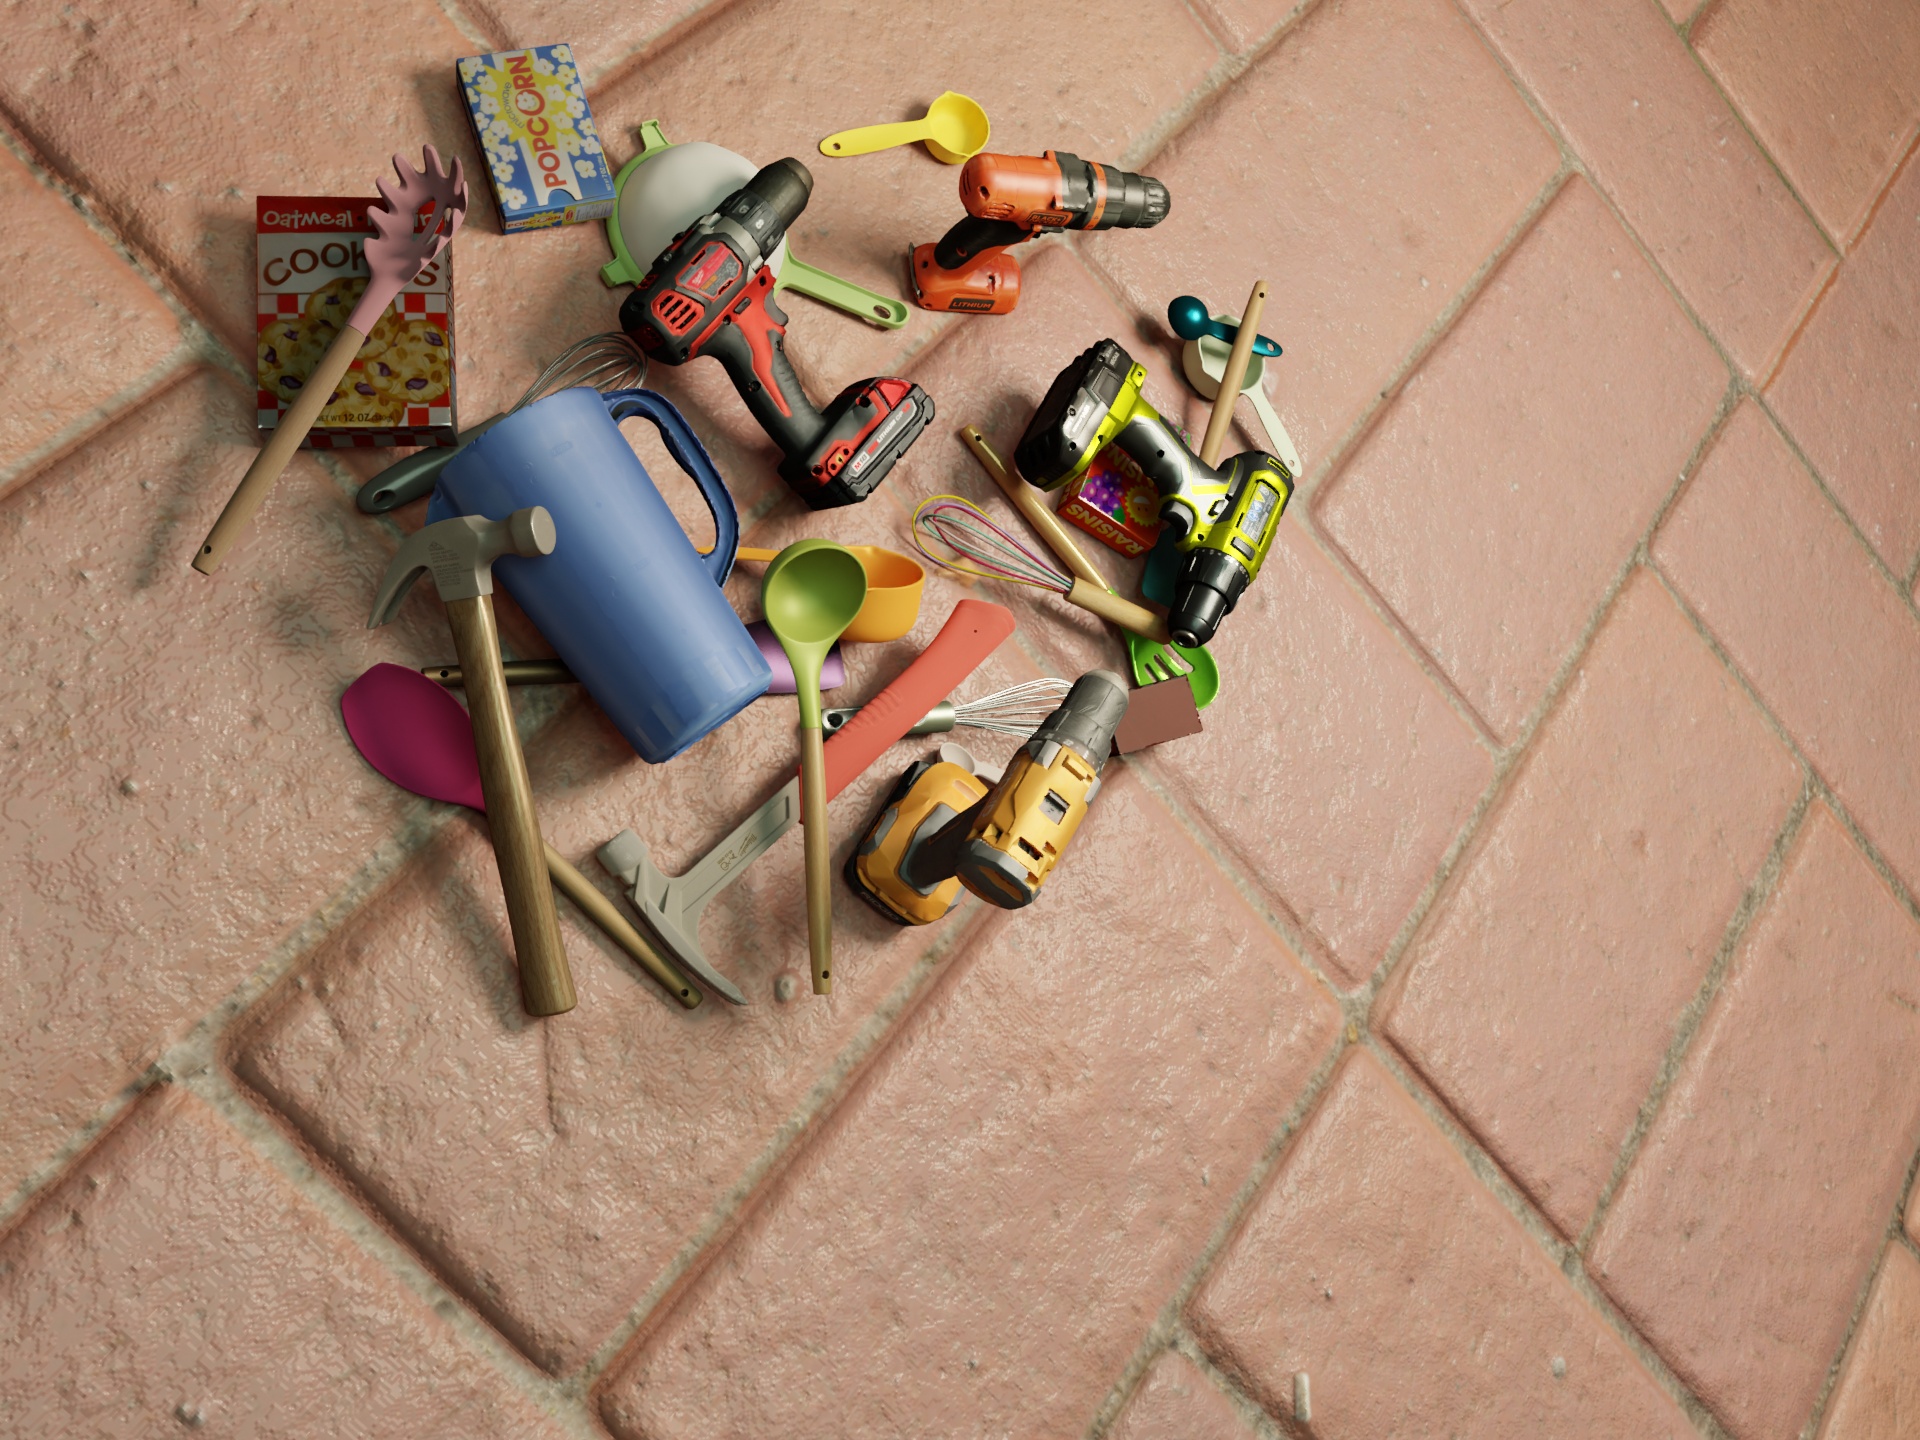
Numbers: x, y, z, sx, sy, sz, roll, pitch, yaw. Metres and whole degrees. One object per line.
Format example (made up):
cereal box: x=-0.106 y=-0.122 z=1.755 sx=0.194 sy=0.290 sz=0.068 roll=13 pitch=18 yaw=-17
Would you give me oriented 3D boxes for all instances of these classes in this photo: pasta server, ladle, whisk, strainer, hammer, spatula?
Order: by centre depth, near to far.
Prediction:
pasta server: x=-0.409 y=-0.233 z=1.029 sx=0.060 sy=0.040 sz=0.316 roll=25 pitch=77 yaw=8
hammer: x=-0.301 y=0.033 z=1.037 sx=0.130 sy=0.031 sz=0.331 roll=-7 pitch=99 yaw=13
ladle: x=-0.099 y=0.031 z=1.118 sx=0.078 sy=0.062 sz=0.320 roll=0 pitch=83 yaw=-28
whisk: x=-0.321 y=-0.210 z=1.127 sx=0.239 sy=0.055 sz=0.055 roll=-37 pitch=97 yaw=-26
spatula: x=-0.228 y=-0.041 z=1.151 sx=0.315 sy=0.018 sz=0.060 roll=-5 pitch=75 yaw=-31
hammer: x=-0.085 y=0.039 z=1.170 sx=0.359 sy=0.037 sz=0.149 roll=-42 pitch=96 yaw=-21
strainer: x=-0.146 y=-0.373 z=1.249 sx=0.256 sy=0.069 sz=0.152 roll=18 pitch=70 yaw=-22
whisk: x=-0.002 y=-0.004 z=1.251 sx=0.246 sy=0.059 sz=0.058 roll=-4 pitch=68 yaw=-25
whisk: x=0.072 y=-0.121 z=1.307 sx=0.245 sy=0.051 sz=0.047 roll=23 pitch=62 yaw=-16
spatula: x=0.231 y=-0.245 z=1.416 sx=0.082 sy=0.044 sz=0.317 roll=19 pitch=85 yaw=-20

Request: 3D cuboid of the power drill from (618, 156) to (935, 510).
power drill: x=-0.123 y=-0.291 z=1.200 sx=0.226 sy=0.080 sz=0.188 roll=45 pitch=70 yaw=-24

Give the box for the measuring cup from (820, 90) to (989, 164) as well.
measuring cup: x=-0.050 y=-0.498 z=1.365 sx=0.156 sy=0.029 sz=0.062 roll=-17 pitch=86 yaw=-19

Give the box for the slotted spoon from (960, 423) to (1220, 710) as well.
slotted spoon: x=0.107 y=-0.130 z=1.353 sx=0.070 sy=0.031 sz=0.313 roll=-44 pitch=98 yaw=-15

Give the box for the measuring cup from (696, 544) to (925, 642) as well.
measuring cup: x=-0.115 y=-0.099 z=1.208 sx=0.173 sy=0.095 sz=0.052 roll=6 pitch=116 yaw=-2

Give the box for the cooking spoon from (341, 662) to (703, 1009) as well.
cooking spoon: x=-0.291 y=0.086 z=1.084 sx=0.069 sy=0.017 sz=0.318 roll=-46 pitch=102 yaw=-12

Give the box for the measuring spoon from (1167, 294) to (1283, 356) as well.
measuring spoon: x=0.246 y=-0.356 z=1.443 sx=0.128 sy=0.021 sz=0.042 roll=12 pitch=72 yaw=-25

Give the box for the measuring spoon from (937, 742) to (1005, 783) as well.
measuring spoon: x=0.030 y=0.051 z=1.273 sx=0.124 sy=0.018 sz=0.034 roll=24 pitch=36 yaw=-28

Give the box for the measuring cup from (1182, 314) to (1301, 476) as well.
measuring cup: x=0.264 y=-0.294 z=1.475 sx=0.083 sy=0.038 sz=0.167 roll=-35 pitch=97 yaw=-31

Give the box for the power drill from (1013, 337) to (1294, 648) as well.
power drill: x=0.161 y=-0.187 z=1.322 sx=0.228 sy=0.080 sz=0.191 roll=36 pitch=64 yaw=-17

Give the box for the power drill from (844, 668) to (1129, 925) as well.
power drill: x=0.024 y=0.057 z=1.143 sx=0.084 sy=0.226 sz=0.185 roll=40 pitch=62 yaw=-15
